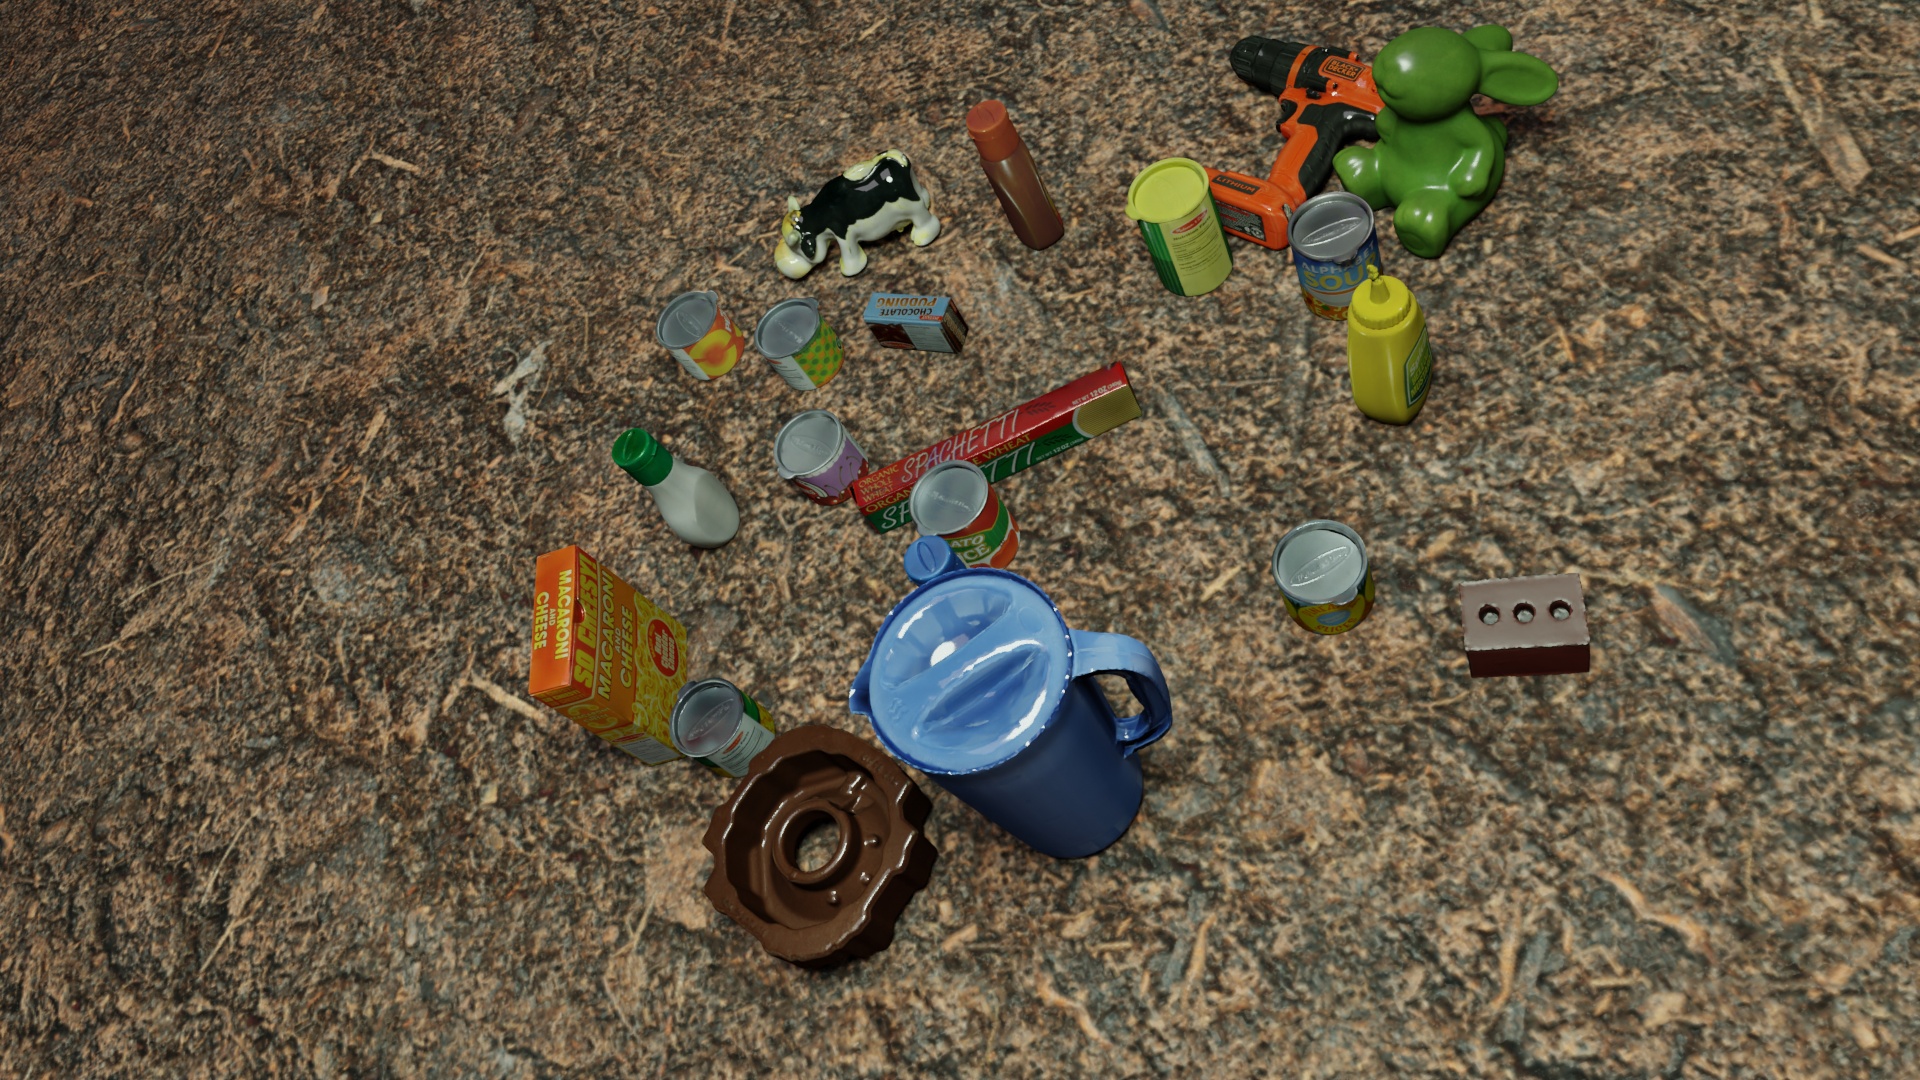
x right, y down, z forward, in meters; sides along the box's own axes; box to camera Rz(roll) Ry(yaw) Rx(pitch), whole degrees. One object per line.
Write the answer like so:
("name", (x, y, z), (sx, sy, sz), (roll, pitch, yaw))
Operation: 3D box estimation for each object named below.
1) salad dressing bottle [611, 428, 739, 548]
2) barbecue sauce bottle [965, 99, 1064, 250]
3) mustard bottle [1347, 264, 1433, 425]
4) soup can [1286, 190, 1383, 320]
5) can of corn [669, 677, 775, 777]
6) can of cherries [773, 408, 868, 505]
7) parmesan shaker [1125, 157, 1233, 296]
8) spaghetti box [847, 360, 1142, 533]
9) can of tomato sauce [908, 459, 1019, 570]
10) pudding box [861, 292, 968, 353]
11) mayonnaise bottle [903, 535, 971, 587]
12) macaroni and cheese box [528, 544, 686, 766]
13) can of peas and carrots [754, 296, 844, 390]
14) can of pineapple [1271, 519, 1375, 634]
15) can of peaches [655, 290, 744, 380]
("salad dressing bottle", (-0.244, -0.045, 1.197), (0.044, 0.147, 0.064), (-3, 62, 22))
("barbecue sauce bottle", (0.046, -0.324, 1.229), (0.043, 0.148, 0.065), (-33, 55, 3))
("mustard bottle", (0.310, -0.146, 1.009), (0.049, 0.159, 0.065), (20, 72, 31))
("soup can", (0.300, -0.222, 1.102), (0.071, 0.083, 0.071), (-10, 59, 18))
("can of corn", (-0.192, 0.150, 1.119), (0.071, 0.058, 0.071), (-10, 59, 18))
("can of cherries", (-0.123, -0.070, 1.213), (0.071, 0.058, 0.072), (-10, 59, 18))
("parmesan shaker", (0.183, -0.259, 1.161), (0.071, 0.102, 0.071), (-10, 59, 18))
("spaghetti box", (0.028, -0.075, 1.156), (0.250, 0.050, 0.029), (-24, 56, 9))
("can of tomato sauce", (0.004, -0.014, 1.112), (0.071, 0.083, 0.071), (-10, 59, 18))
("pudding box", (-0.041, -0.197, 1.255), (0.084, 0.049, 0.030), (8, 66, 27))
("mayonnaise bottle", (0.002, 0.045, 1.040), (0.041, 0.147, 0.065), (-30, 55, 6))
("macaroni and cheese box", (-0.279, 0.095, 1.121), (0.040, 0.166, 0.124), (-17, 58, 15))
("can of peas and carrots", (-0.147, -0.183, 1.287), (0.071, 0.058, 0.071), (-10, 59, 18))
("can of pineapple", (0.261, 0.029, 0.994), (0.071, 0.057, 0.071), (-10, 59, 18))
("can of peaches", (-0.248, -0.198, 1.340), (0.071, 0.058, 0.071), (-10, 59, 18))
